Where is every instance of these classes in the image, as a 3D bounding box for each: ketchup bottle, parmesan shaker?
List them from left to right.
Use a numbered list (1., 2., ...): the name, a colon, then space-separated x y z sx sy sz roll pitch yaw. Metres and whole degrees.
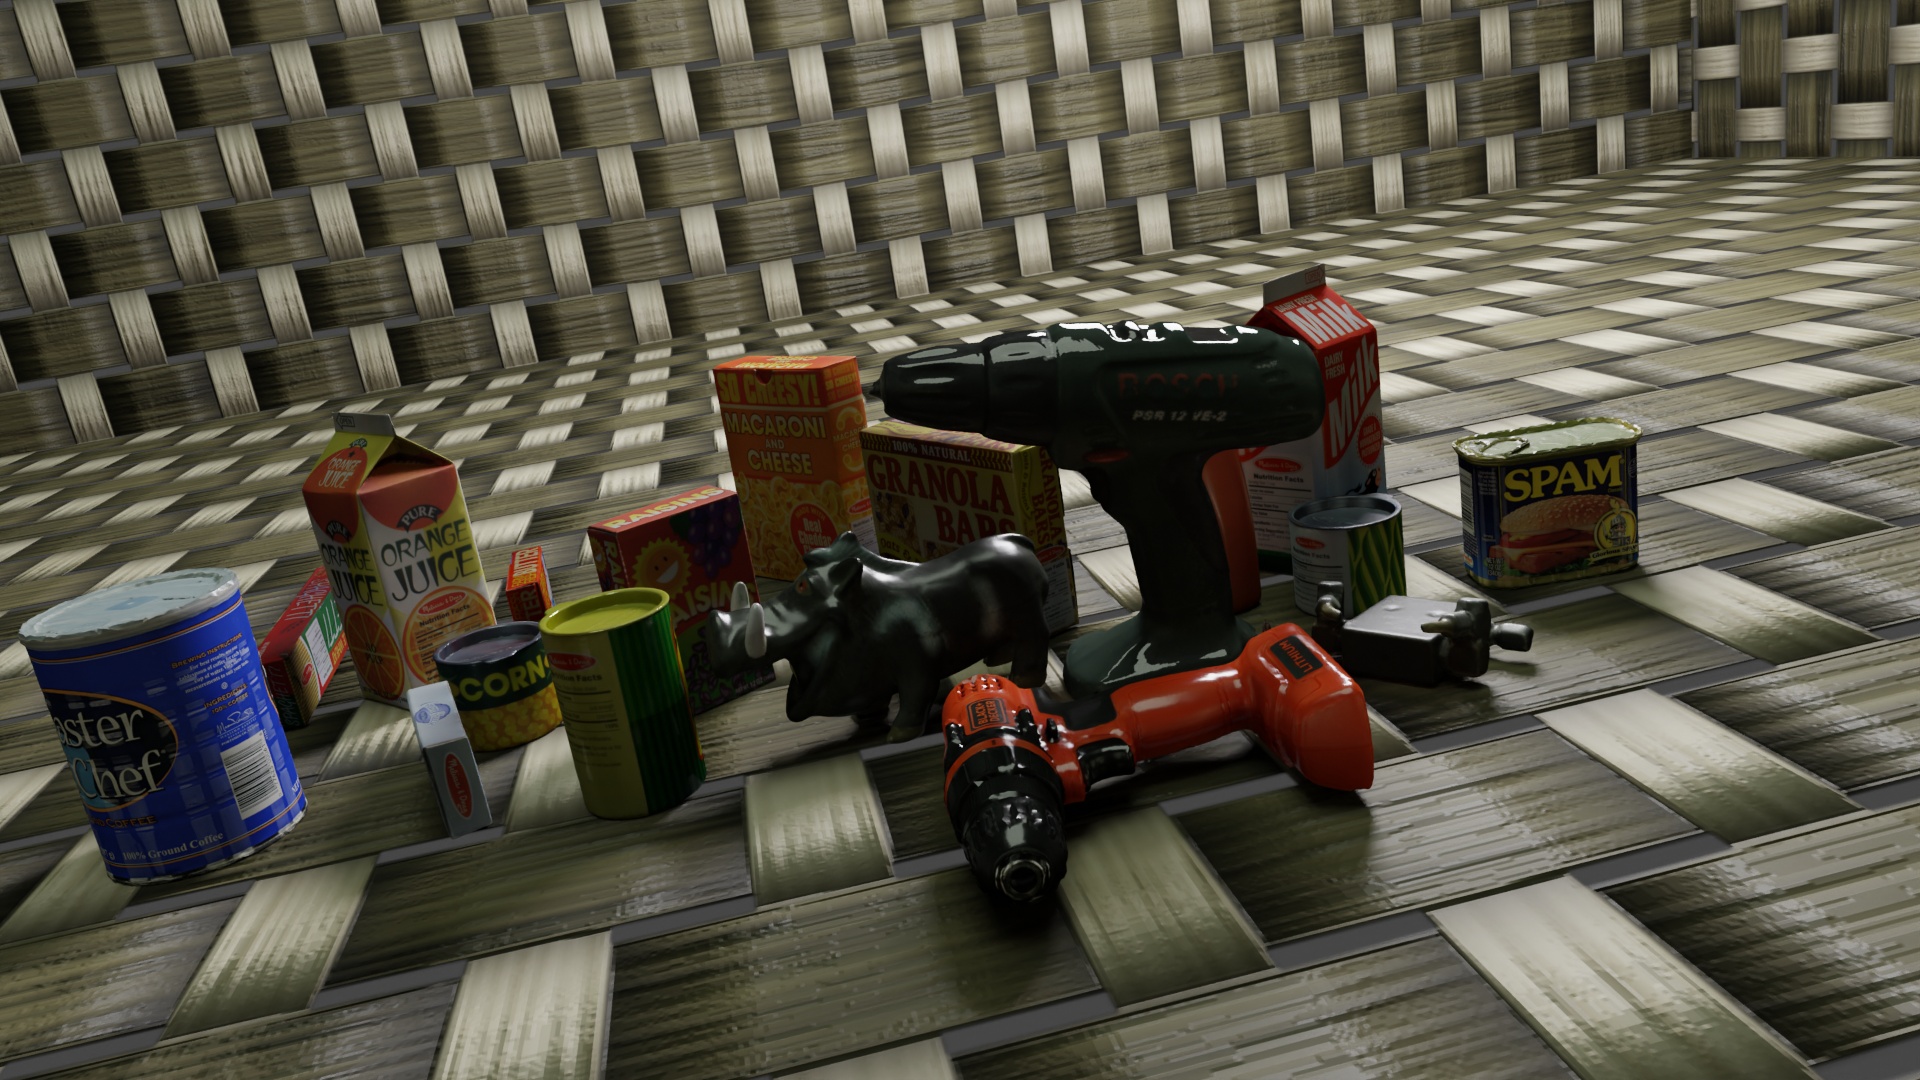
1. parmesan shaker: -0.176 0.084 0.725 0.071 0.102 0.071 -8 16 3
2. ketchup bottle: 0.148 -0.031 0.854 0.044 0.148 0.065 -19 19 -30

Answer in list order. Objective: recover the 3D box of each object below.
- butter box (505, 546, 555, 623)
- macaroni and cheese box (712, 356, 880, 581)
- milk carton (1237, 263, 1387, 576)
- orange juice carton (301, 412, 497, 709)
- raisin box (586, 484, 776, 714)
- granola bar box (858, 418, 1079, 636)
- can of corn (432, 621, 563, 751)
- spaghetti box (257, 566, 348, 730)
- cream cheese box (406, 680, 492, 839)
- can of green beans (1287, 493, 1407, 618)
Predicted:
1. butter box: -0.313 0.043 1.017 0.024 0.053 0.104 -13 17 -12
2. macaroni and cheese box: -0.117 -0.051 1.027 0.123 0.166 0.040 6 22 42
3. milk carton: 0.222 -0.078 0.895 0.072 0.190 0.073 -23 21 -40
4. orange juice carton: -0.372 0.008 0.921 0.072 0.192 0.073 5 21 39
5. raisin box: -0.165 0.038 0.833 0.086 0.123 0.040 -22 21 -37
6. granola bar box: 0.003 -0.011 0.907 0.039 0.123 0.165 -20 20 -34
7. can of corn: -0.277 0.088 0.840 0.071 0.058 0.071 -8 17 3
8. spaghetti box: -0.472 0.071 1.014 0.029 0.050 0.250 -12 17 -11
9. cream cheese box: -0.279 0.117 0.756 0.024 0.053 0.104 -16 18 -22
10. can of green beans: 0.233 0.009 0.834 0.071 0.057 0.071 -8 17 3
